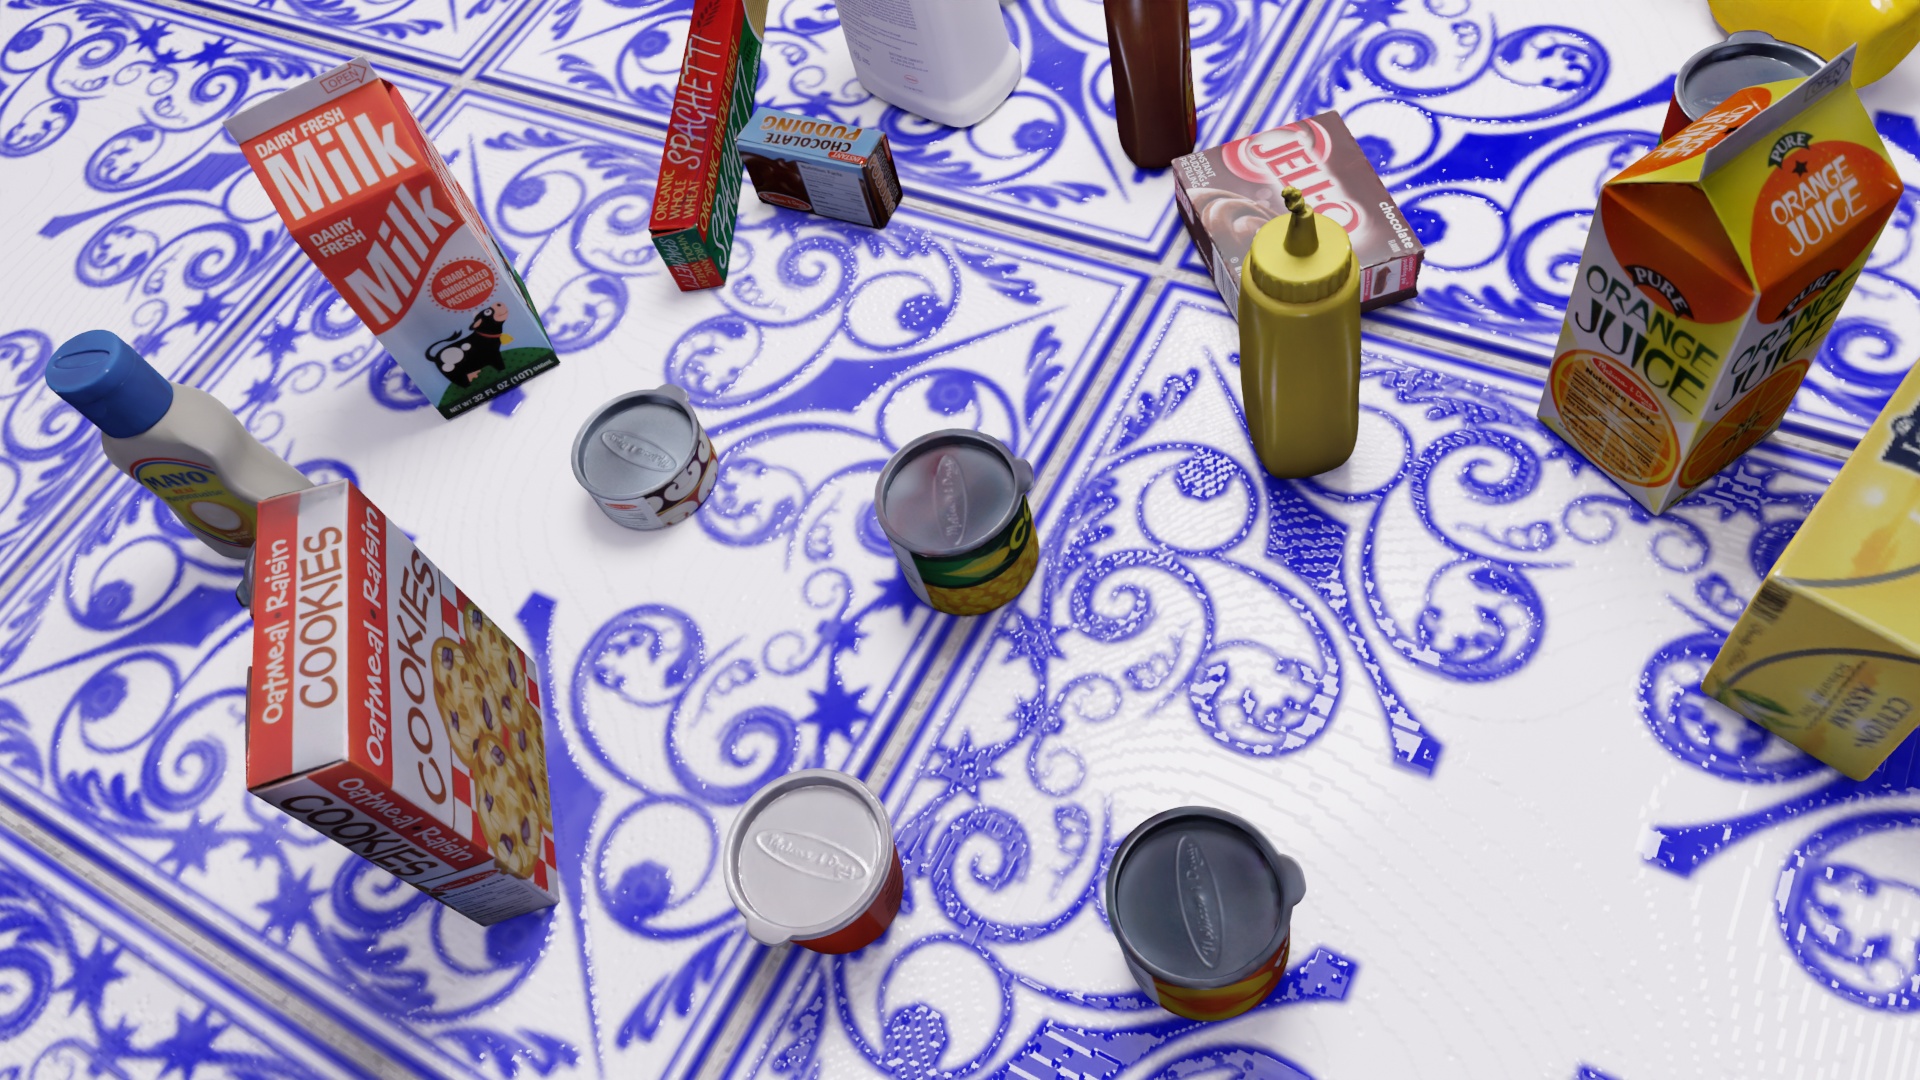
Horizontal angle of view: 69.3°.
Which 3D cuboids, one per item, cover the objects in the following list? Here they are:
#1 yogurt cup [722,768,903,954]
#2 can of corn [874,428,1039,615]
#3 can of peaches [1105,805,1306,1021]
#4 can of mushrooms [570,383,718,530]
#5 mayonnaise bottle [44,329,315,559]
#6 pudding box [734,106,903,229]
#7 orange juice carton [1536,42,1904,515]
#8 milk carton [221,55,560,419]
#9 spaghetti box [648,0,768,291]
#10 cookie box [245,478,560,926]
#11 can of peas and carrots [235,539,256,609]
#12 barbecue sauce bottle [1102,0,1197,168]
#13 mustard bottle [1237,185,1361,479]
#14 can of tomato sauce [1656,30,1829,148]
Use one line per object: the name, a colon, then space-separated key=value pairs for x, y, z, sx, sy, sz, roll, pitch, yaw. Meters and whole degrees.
yogurt cup: x=-0.055 y=0.132 z=0.557 sx=0.072 sy=0.053 sz=0.073 roll=-5 pitch=58 yaw=9
can of corn: x=0.002 y=-0.008 z=0.627 sx=0.071 sy=0.058 sz=0.071 roll=-5 pitch=58 yaw=9
can of peaches: x=0.092 y=0.140 z=0.518 sx=0.071 sy=0.057 sz=0.071 roll=-5 pitch=58 yaw=9
can of mushrooms: x=-0.156 y=-0.042 z=0.697 sx=0.071 sy=0.033 sz=0.071 roll=-5 pitch=58 yaw=9
mayonnaise bottle: x=-0.377 y=-0.043 z=0.678 sx=0.065 sy=0.147 sz=0.041 roll=-7 pitch=58 yaw=8
pudding box: x=-0.078 y=-0.207 z=0.772 sx=0.084 sy=0.049 sz=0.030 roll=17 pitch=64 yaw=21
orange juice carton: x=0.291 y=-0.099 z=0.541 sx=0.072 sy=0.192 sz=0.073 roll=-34 pitch=58 yaw=-8
milk carton: x=-0.282 y=-0.154 z=0.700 sx=0.072 sy=0.189 sz=0.074 roll=-29 pitch=58 yaw=-6
spaghetti box: x=-0.144 y=-0.256 z=0.816 sx=0.029 sy=0.050 sz=0.251 roll=-4 pitch=58 yaw=10
cookie box: x=-0.221 y=0.071 z=0.563 sx=0.040 sy=0.166 sz=0.123 roll=-18 pitch=57 yaw=1
can of peas and carrots: x=-0.302 y=0.022 z=0.675 sx=0.071 sy=0.058 sz=0.071 roll=-5 pitch=58 yaw=9
barbecue sauce bottle: x=0.096 y=-0.264 z=0.710 sx=0.044 sy=0.148 sz=0.065 roll=-8 pitch=58 yaw=8
mustard bottle: x=0.143 y=-0.090 z=0.586 sx=0.049 sy=0.159 sz=0.065 roll=-12 pitch=58 yaw=6
can of tomato sauce: x=0.355 y=-0.178 z=0.640 sx=0.071 sy=0.082 sz=0.071 roll=-6 pitch=58 yaw=9
